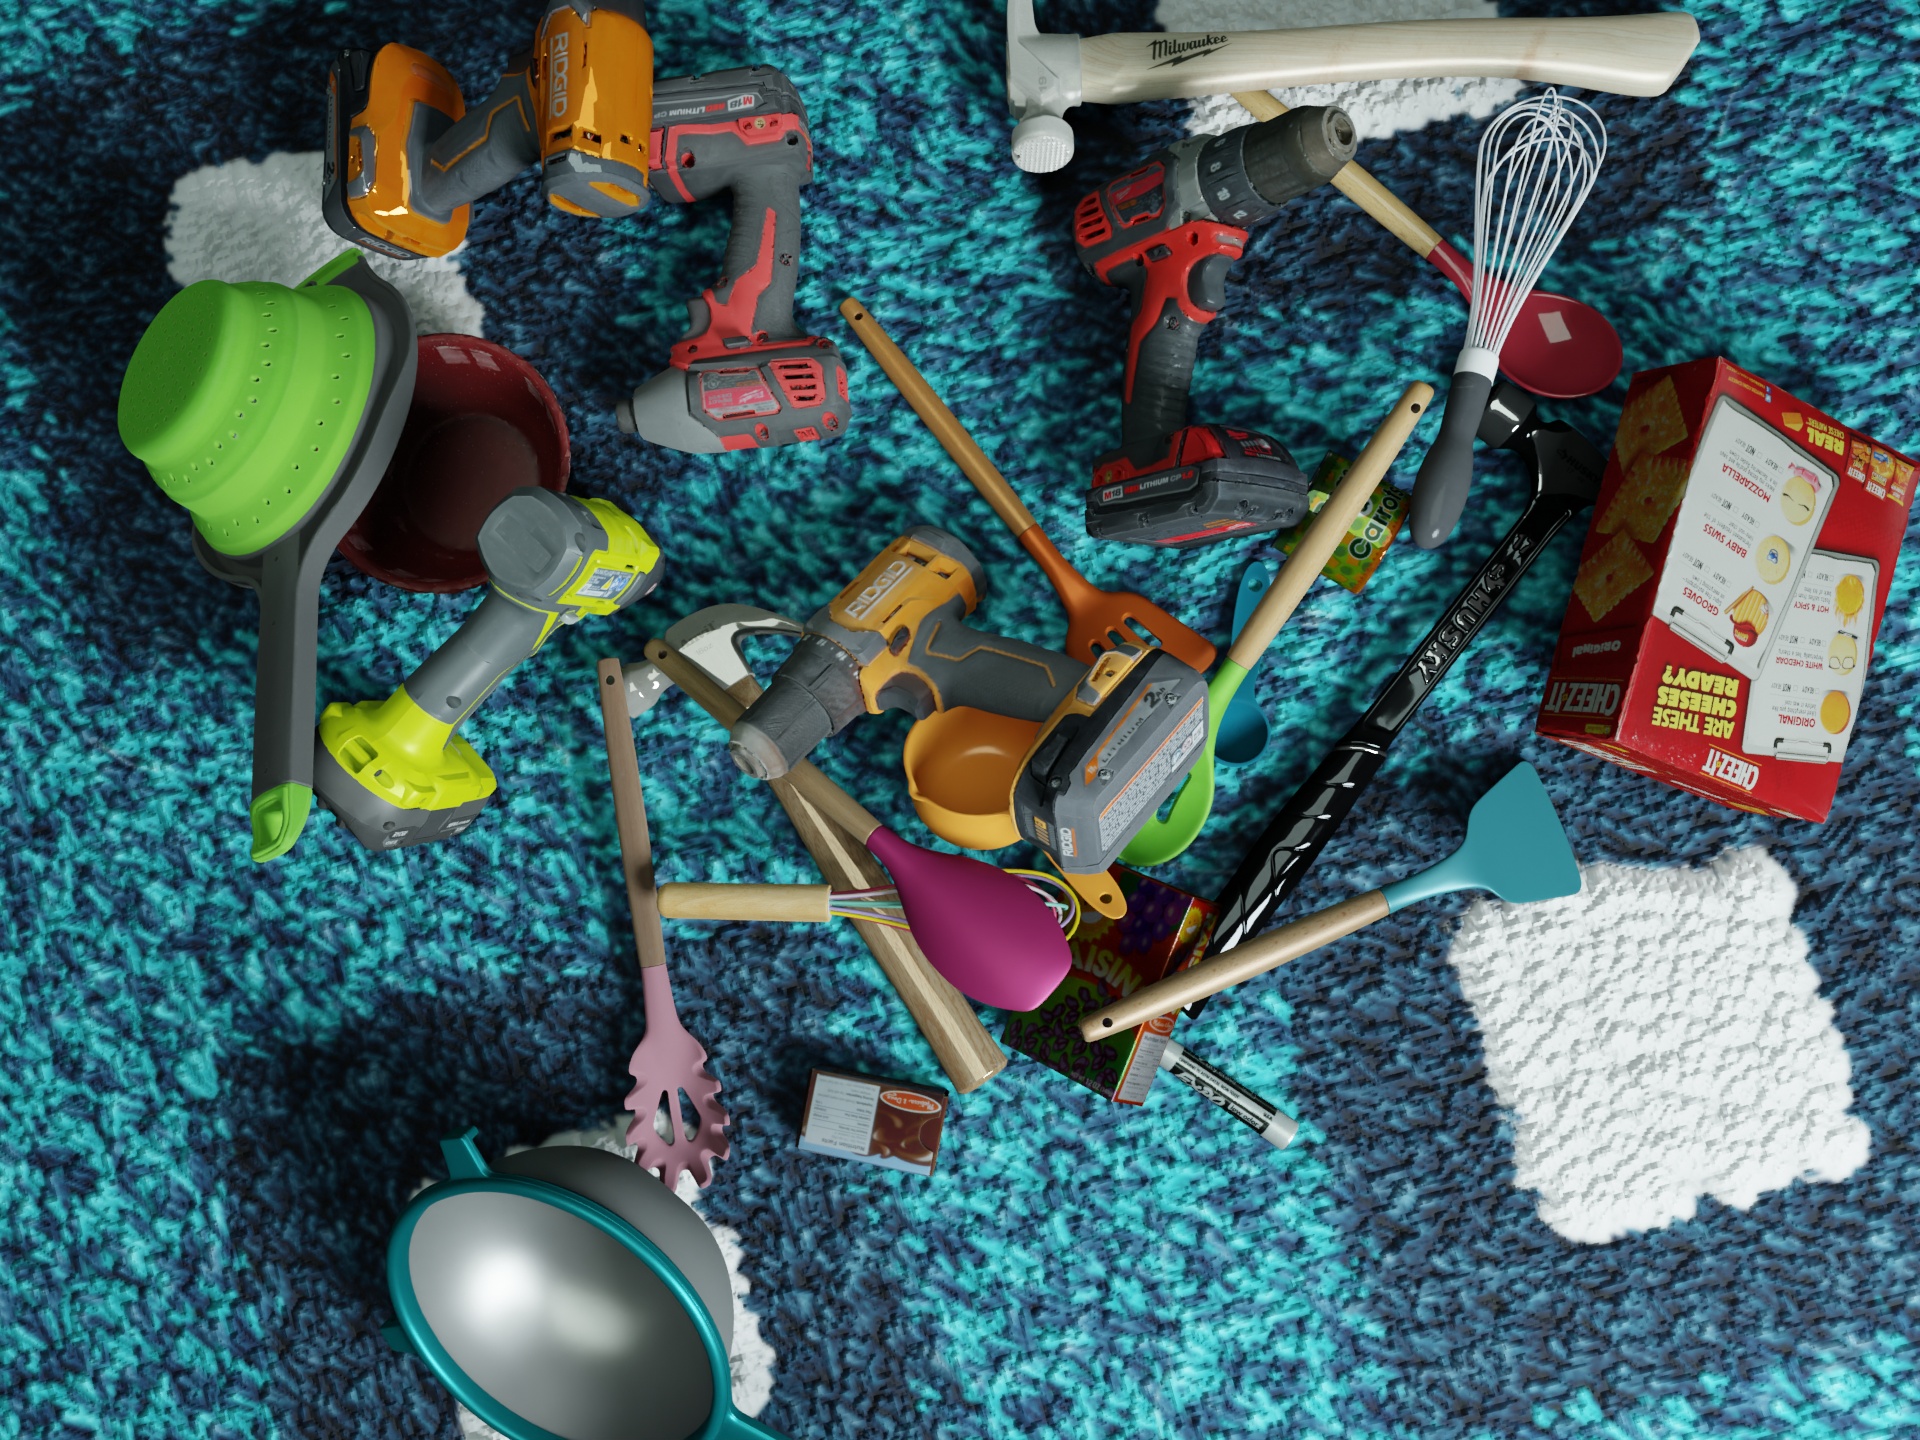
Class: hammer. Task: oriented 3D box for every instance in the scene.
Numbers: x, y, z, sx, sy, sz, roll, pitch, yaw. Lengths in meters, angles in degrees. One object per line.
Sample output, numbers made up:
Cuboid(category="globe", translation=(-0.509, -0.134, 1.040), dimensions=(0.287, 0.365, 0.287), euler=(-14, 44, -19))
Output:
Cuboid(category="hammer", translation=(-0.074, 0.074, 0.957), dimensions=(0.130, 0.031, 0.331), euler=(-34, 84, 2))
Cuboid(category="hammer", translation=(0.232, -0.411, 0.961), dimensions=(0.410, 0.038, 0.146), euler=(-2, 75, 0))
Cuboid(category="hammer", translation=(0.250, 0.006, 0.932), dimensions=(0.149, 0.036, 0.409), euler=(38, 90, 1))

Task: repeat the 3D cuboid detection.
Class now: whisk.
Cuboid(category="whisk", translation=(-0.054, 0.109, 0.914), dimensions=(0.245, 0.051, 0.047), euler=(1, 90, 4))
Cuboid(category="whisk", translation=(0.302, -0.231, 0.907), dimensions=(0.070, 0.070, 0.285), euler=(18, 82, 6))

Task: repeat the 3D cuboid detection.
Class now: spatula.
Cuboid(category="spatula", translation=(0.026, -0.135, 0.962), dimensions=(0.081, 0.041, 0.323), euler=(-38, 82, 1))
Cuboid(category="spatula", translation=(0.210, 0.113, 0.890), dimensions=(0.317, 0.044, 0.082), euler=(-21, 86, -9))

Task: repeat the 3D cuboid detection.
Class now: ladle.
Cuboid(category="ladle", translation=(0.267, -0.302, 0.964), dimensions=(0.315, 0.031, 0.069), euler=(44, 79, 9))

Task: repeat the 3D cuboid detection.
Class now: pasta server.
Cuboid(category="pasta server", translation=(-0.186, 0.119, 0.944), dimensions=(0.060, 0.040, 0.316), euler=(-8, 91, -12))

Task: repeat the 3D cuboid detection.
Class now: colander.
Cuboid(category="colander", translation=(-0.407, -0.115, 0.891), dimensions=(0.204, 0.094, 0.397), euler=(-24, 60, 27))

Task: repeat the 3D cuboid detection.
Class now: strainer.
Cuboid(category="strainer", translation=(-0.153, 0.345, 0.896), dimensions=(0.340, 0.095, 0.211), euler=(28, 121, 4))

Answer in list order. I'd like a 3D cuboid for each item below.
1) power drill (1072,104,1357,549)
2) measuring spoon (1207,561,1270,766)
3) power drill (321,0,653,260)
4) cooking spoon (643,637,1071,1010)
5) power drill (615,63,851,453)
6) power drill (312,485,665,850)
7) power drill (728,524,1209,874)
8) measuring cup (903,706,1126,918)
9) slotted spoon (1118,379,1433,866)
Cuboid(category="power drill", translation=(0.144, -0.221, 0.898), dimensions=(0.080, 0.188, 0.227), euler=(2, 85, -39))
Cuboid(category="measuring spoon", translation=(0.170, -0.033, 0.957), dimensions=(0.042, 0.021, 0.129), euler=(10, 77, 2))
Cuboid(category="power drill", translation=(-0.275, -0.369, 0.945), dimensions=(0.226, 0.084, 0.164), euler=(-2, 84, 31))
Cuboid(category="cooking spoon", translation=(-0.068, 0.050, 0.905), dimensions=(0.319, 0.017, 0.069), euler=(39, 79, 18))
Cuboid(category="power drill", translation=(-0.148, -0.273, 0.973), dimensions=(0.143, 0.078, 0.220), euler=(-7, 87, 5))
Cuboid(category="power drill", translation=(-0.267, -0.034, 0.923), dimensions=(0.080, 0.171, 0.223), euler=(44, 98, 7))
Cuboid(category="power drill", translation=(-0.001, -0.003, 0.878), dimensions=(0.226, 0.084, 0.185), euler=(29, 62, 28))
Cuboid(category="measuring cup", translation=(0.037, 0.060, 0.910), dimensions=(0.095, 0.052, 0.174), euler=(-32, 60, -17))
Cuboid(category="slotted spoon", translation=(0.173, -0.053, 0.901), dimensions=(0.070, 0.031, 0.313), euler=(28, 103, -17))
